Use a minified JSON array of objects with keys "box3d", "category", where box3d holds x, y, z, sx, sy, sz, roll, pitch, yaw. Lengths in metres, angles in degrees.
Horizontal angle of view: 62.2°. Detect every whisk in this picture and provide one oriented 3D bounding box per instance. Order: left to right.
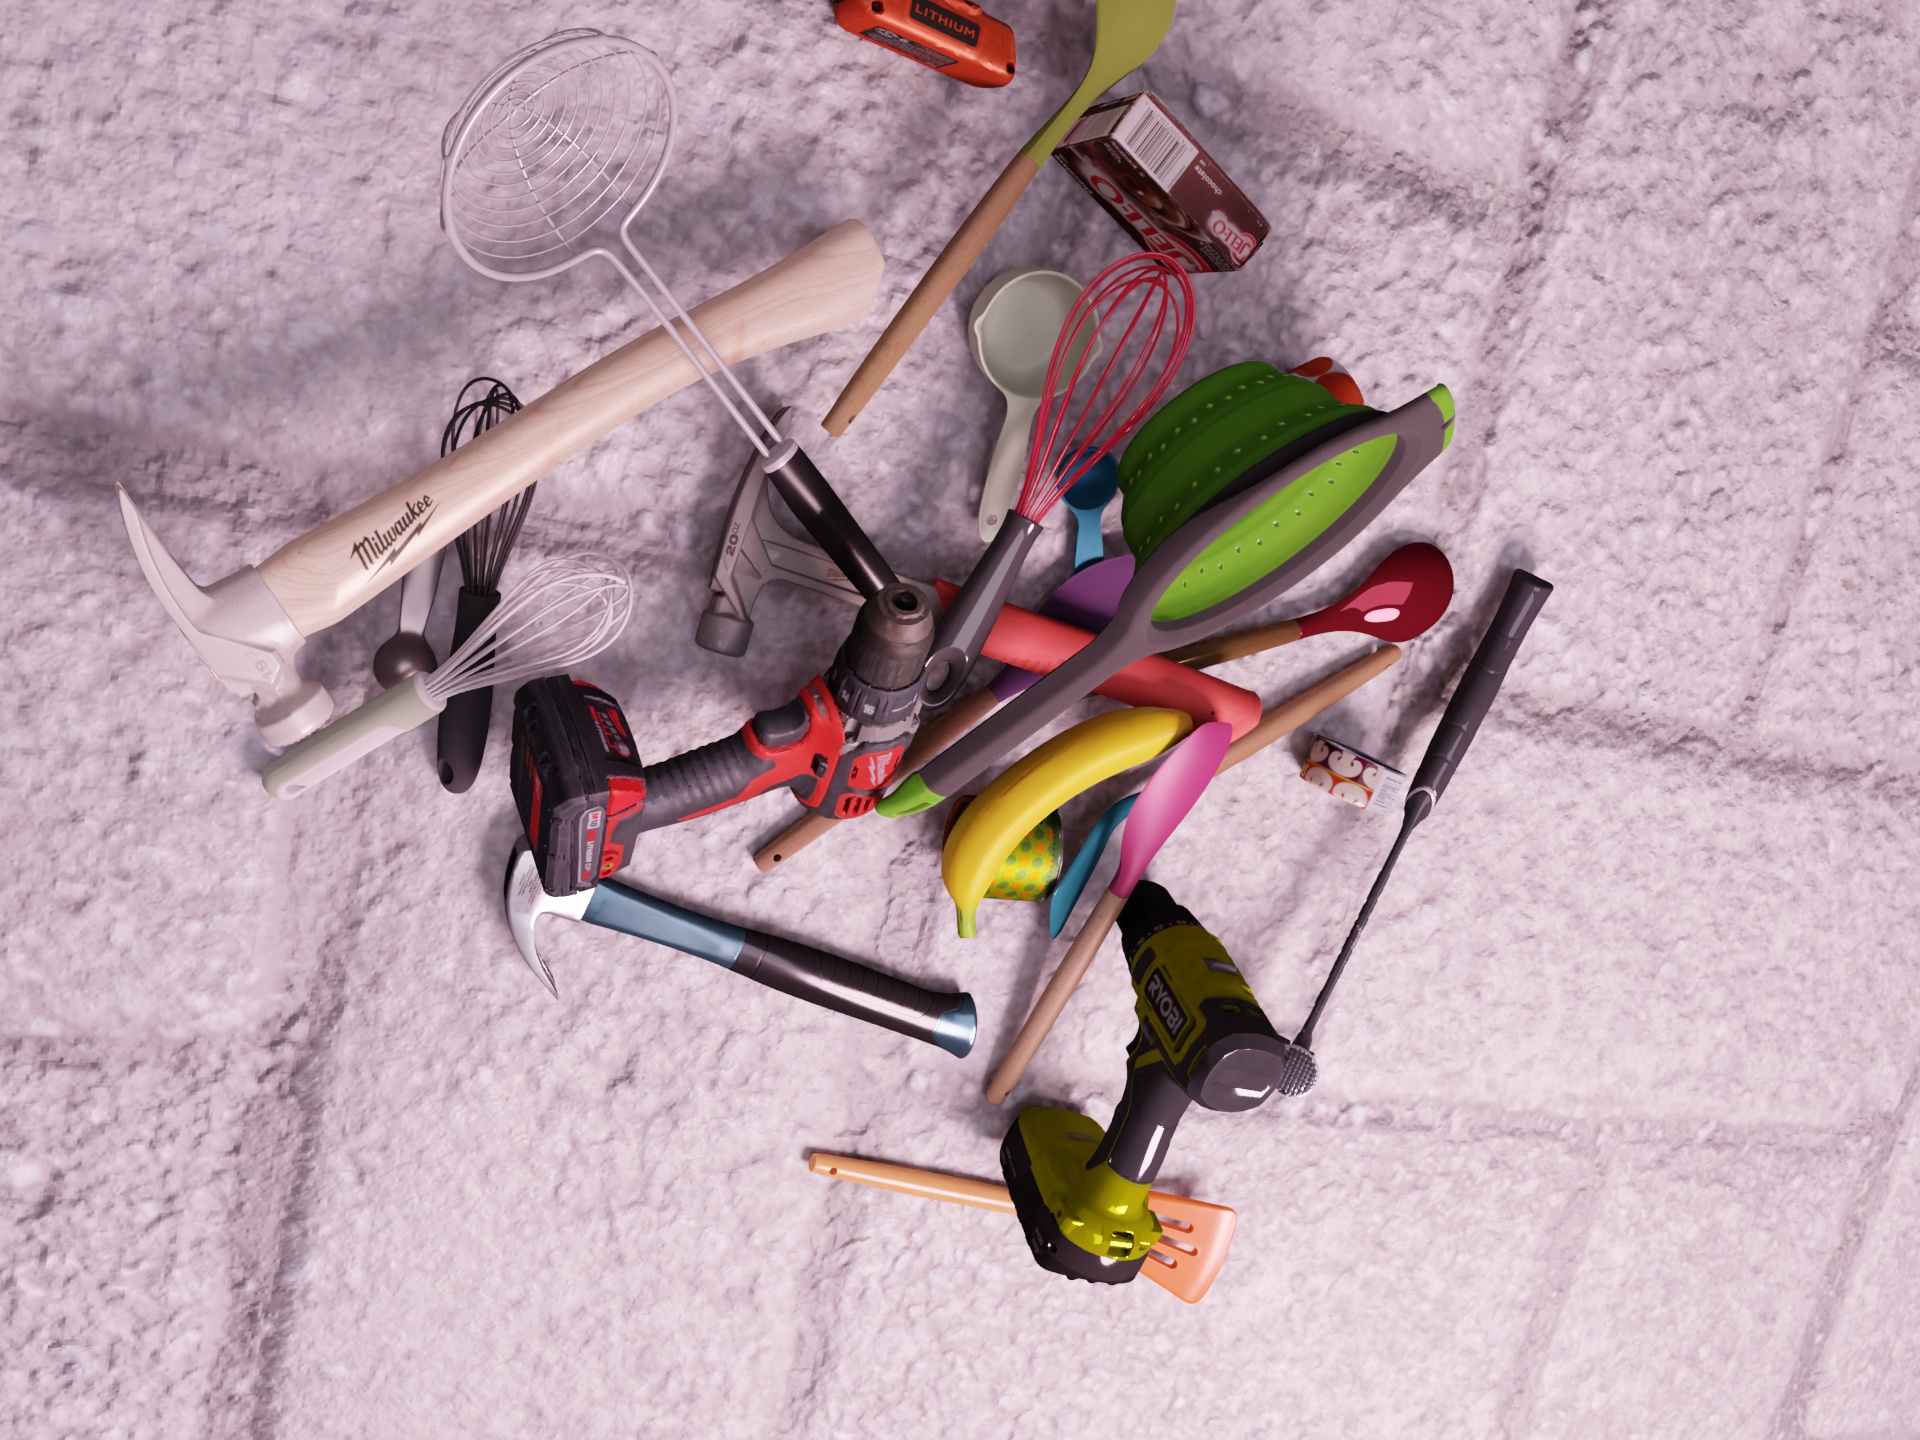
[{"box3d":[-0.278,-0.019,0.856,0.246,0.057,0.059,-28,72,13],"category":"whisk"},{"box3d":[-0.269,-0.071,0.882,0.055,0.055,0.239,5,108,-21],"category":"whisk"},{"box3d":[0.047,-0.134,0.921,0.073,0.073,0.296,25,101,-25],"category":"whisk"}]

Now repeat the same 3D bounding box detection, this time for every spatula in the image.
[{"box3d":[-0.002,-0.003,1.009,0.316,0.018,0.059,-37,115,-5],"category":"spatula"},{"box3d":[0.044,0.343,1.116,0.322,0.041,0.081,18,100,-23],"category":"spatula"},{"box3d":[0.179,0.037,1.075,0.317,0.044,0.082,-31,154,-13],"category":"spatula"}]

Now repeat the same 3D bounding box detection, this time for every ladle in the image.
[{"box3d":[0.013,-0.297,0.886,0.062,0.078,0.320,39,97,12],"category":"ladle"},{"box3d":[0.202,-0.056,1.069,0.315,0.031,0.069,-16,111,-14],"category":"ladle"}]

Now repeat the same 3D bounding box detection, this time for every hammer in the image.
[{"box3d":[-0.215,-0.158,0.822,0.410,0.038,0.146,-36,122,-17],"category":"hammer"},{"box3d":[-0.128,0.147,1.000,0.330,0.033,0.128,24,95,-24],"category":"hammer"},{"box3d":[0.028,-0.064,0.976,0.359,0.037,0.149,17,96,-18],"category":"hammer"},{"box3d":[0.314,0.076,1.113,0.036,0.149,0.409,27,86,13],"category":"hammer"}]

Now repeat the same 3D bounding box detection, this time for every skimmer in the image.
[{"box3d":[-0.116,-0.171,0.800,0.127,0.090,0.362,-42,125,-6],"category":"skimmer"}]

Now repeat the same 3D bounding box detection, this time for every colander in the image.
[{"box3d":[0.093,-0.088,0.920,0.397,0.204,0.094,-37,74,11],"category":"colander"}]

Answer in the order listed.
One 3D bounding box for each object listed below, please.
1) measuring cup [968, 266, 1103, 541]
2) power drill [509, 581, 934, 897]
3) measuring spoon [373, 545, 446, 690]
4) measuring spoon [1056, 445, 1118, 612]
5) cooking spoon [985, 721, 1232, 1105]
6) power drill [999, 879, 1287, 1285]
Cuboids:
[{"box3d":[0.031,-0.192,0.965,0.083,0.038,0.167,5,114,-21],"category":"measuring cup"},{"box3d":[-0.123,0.005,0.874,0.226,0.080,0.187,-13,151,-25],"category":"power drill"},{"box3d":[-0.300,-0.072,0.882,0.034,0.018,0.124,9,101,-22],"category":"measuring spoon"},{"box3d":[0.078,-0.114,1.015,0.042,0.021,0.128,-10,117,-17],"category":"measuring spoon"},{"box3d":[0.092,0.132,1.041,0.068,0.017,0.318,1,125,-49],"category":"cooking spoon"},{"box3d":[0.112,0.234,1.048,0.080,0.191,0.228,16,113,-24],"category":"power drill"}]
